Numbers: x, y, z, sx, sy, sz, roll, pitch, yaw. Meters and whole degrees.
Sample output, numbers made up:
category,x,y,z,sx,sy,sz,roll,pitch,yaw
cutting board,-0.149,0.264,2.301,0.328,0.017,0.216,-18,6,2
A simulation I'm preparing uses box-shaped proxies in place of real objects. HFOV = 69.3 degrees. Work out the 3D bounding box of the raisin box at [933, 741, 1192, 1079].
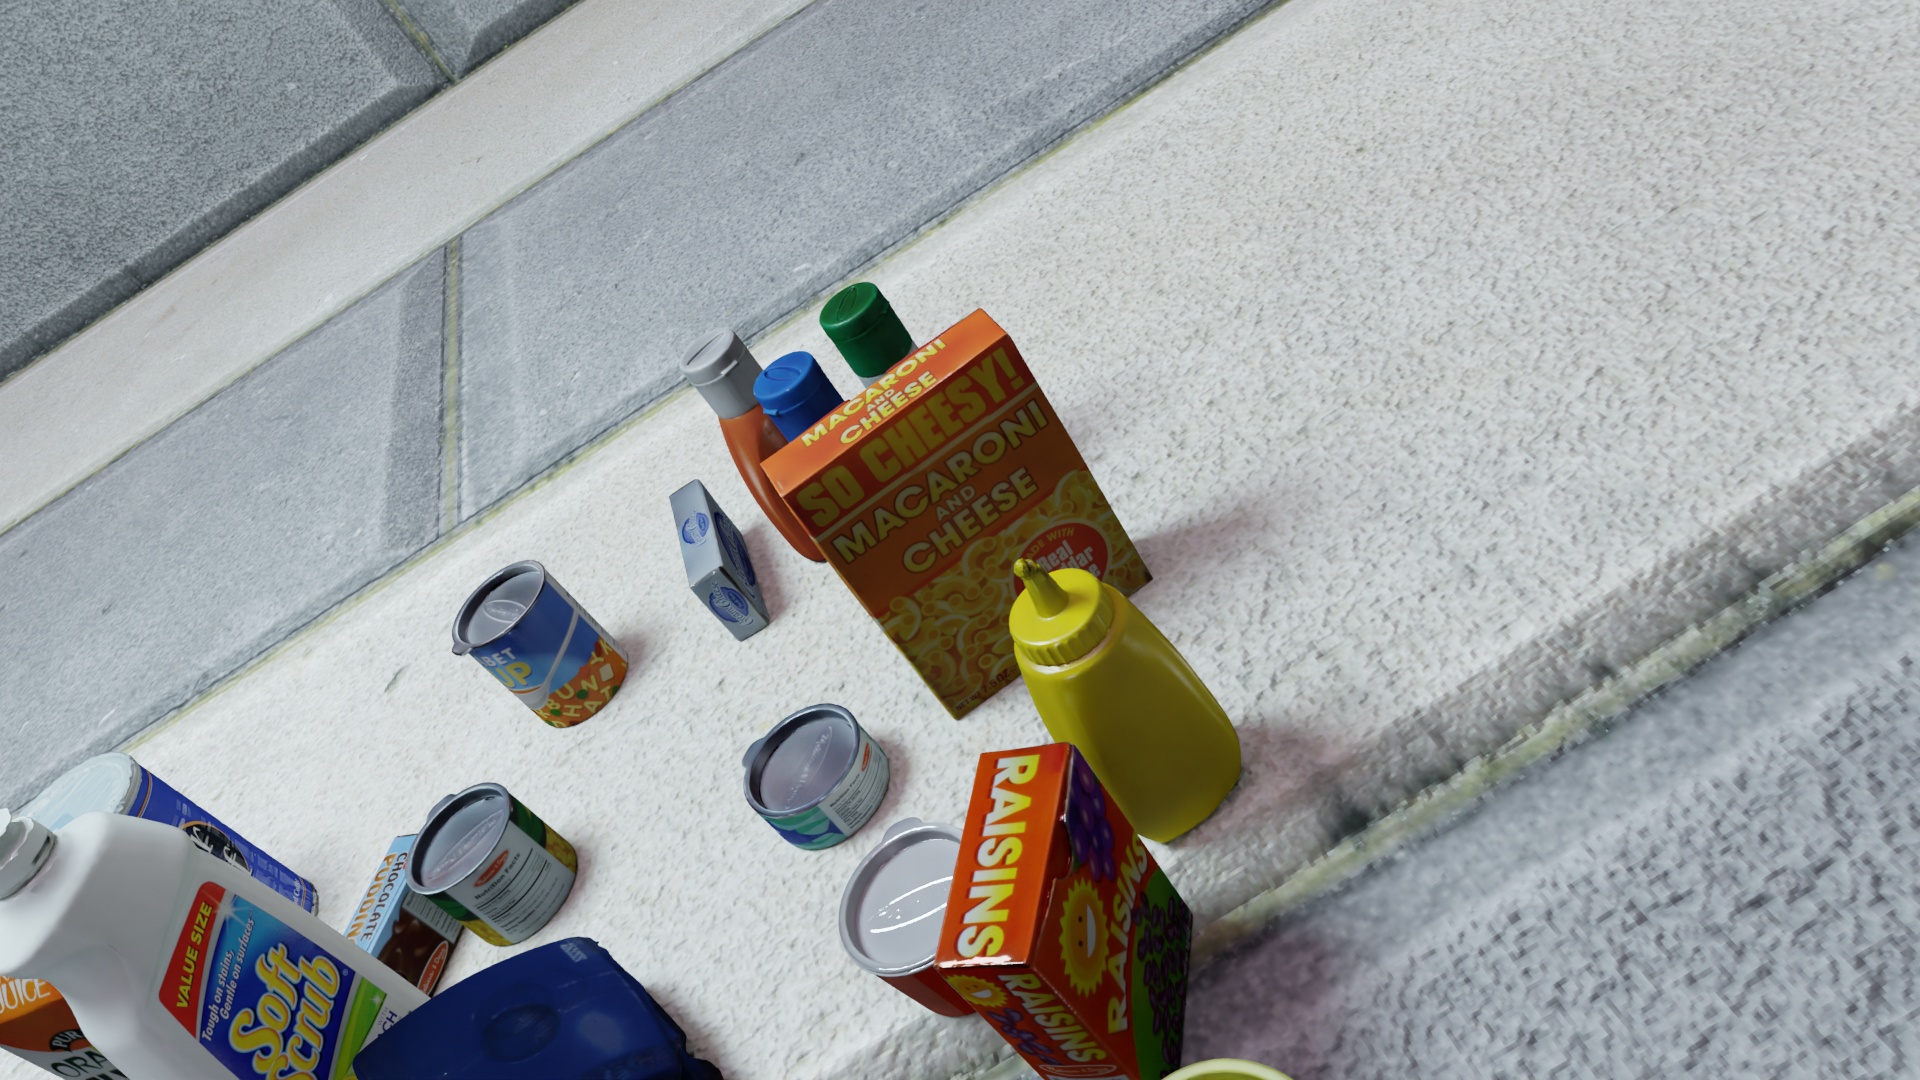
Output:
category,x,y,z,sx,sy,sz,roll,pitch,yaw
raisin box,0.042,0.142,0.496,0.040,0.123,0.086,-11,43,28

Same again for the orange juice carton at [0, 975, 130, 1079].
category,x,y,z,sx,sy,sz,roll,pitch,yaw
orange juice carton,-0.394,0.222,0.678,0.071,0.192,0.073,-22,39,16

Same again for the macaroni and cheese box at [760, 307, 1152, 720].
category,x,y,z,sx,sy,sz,roll,pitch,yaw
macaroni and cheese box,0.002,-0.008,0.656,0.124,0.166,0.040,-36,37,-2

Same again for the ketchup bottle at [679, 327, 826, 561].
category,x,y,z,sx,sy,sz,roll,pitch,yaw
ketchup bottle,-0.105,-0.057,0.805,0.065,0.148,0.043,-45,38,-14

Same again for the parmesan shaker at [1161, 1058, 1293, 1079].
category,x,y,z,sx,sy,sz,roll,pitch,yaw
parmesan shaker,0.095,0.204,0.404,0.071,0.102,0.072,-21,39,18

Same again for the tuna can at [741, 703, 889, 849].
category,x,y,z,sx,sy,sz,roll,pitch,yaw
tuna can,-0.073,0.116,0.686,0.071,0.032,0.071,-20,39,18

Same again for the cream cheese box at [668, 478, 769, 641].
category,x,y,z,sx,sy,sz,roll,pitch,yaw
cream cheese box,-0.147,0.011,0.841,0.024,0.053,0.104,-32,37,3

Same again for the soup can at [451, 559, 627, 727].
category,x,y,z,sx,sy,sz,roll,pitch,yaw
soup can,-0.253,0.065,0.836,0.071,0.083,0.072,-21,39,18

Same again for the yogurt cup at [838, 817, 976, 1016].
category,x,y,z,sx,sy,sz,roll,pitch,yaw
yogurt cup,-0.009,0.159,0.573,0.072,0.053,0.073,-21,39,18

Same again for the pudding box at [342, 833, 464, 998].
category,x,y,z,sx,sy,sz,roll,pitch,yaw
pudding box,-0.295,0.204,0.741,0.030,0.049,0.084,-13,42,26

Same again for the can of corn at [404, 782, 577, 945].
category,x,y,z,sx,sy,sz,roll,pitch,yaw
can of corn,-0.248,0.171,0.736,0.071,0.058,0.071,-21,39,18

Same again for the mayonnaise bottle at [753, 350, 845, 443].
category,x,y,z,sx,sy,sz,roll,pitch,yaw
mayonnaise bottle,-0.056,-0.036,0.746,0.065,0.147,0.041,11,56,44

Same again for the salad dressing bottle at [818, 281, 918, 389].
category,x,y,z,sx,sy,sz,roll,pitch,yaw
salad dressing bottle,-0.025,-0.076,0.768,0.044,0.147,0.064,-12,42,28

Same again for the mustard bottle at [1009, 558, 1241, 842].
category,x,y,z,sx,sy,sz,roll,pitch,yaw
mustard bottle,0.058,0.055,0.549,0.065,0.159,0.049,-40,37,-7
